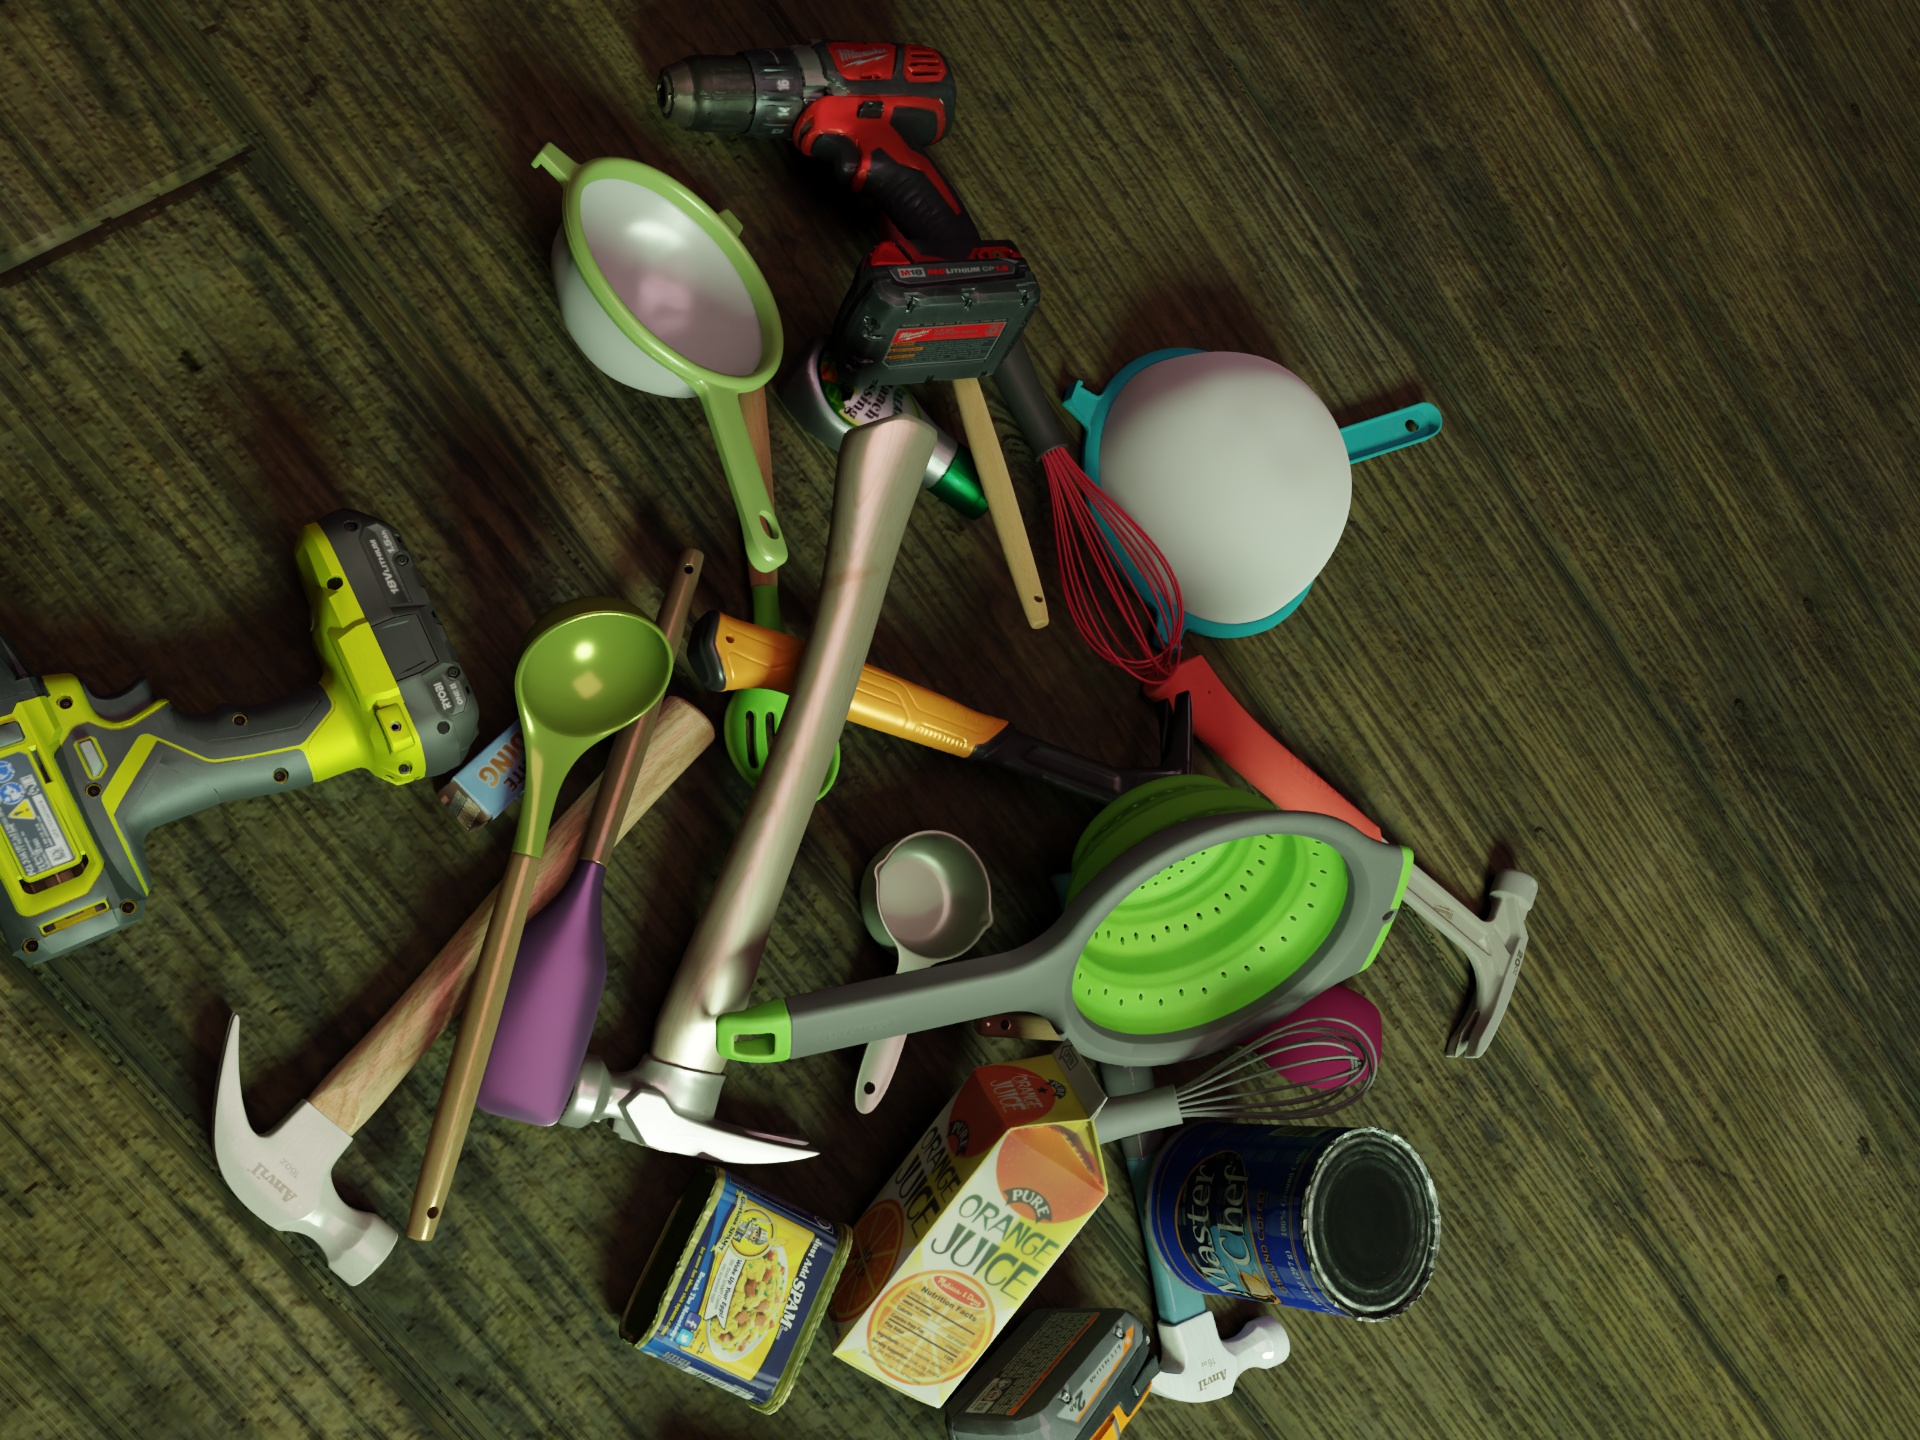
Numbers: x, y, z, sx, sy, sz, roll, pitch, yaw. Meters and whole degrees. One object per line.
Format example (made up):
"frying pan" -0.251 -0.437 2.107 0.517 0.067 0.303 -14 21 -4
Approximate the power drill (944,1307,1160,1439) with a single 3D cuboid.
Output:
"power drill" 0.090 0.452 0.897 0.164 0.084 0.226 -26 97 -51

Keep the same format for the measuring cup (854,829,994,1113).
"measuring cup" -0.037 0.145 0.922 0.083 0.038 0.168 27 70 -22

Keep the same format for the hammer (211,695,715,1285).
"hammer" -0.243 0.110 0.816 0.130 0.031 0.331 46 62 -14

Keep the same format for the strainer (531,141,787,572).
"strainer" -0.159 -0.187 0.883 0.151 0.069 0.256 1 65 -54

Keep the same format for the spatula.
"spatula" -0.187 0.050 0.832 0.059 0.018 0.316 20 70 -14

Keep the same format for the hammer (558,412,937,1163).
"hammer" -0.084 0.034 0.859 0.146 0.038 0.411 21 86 -26

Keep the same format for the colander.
"colander" 0.052 0.110 0.889 0.397 0.204 0.095 -9 43 -17

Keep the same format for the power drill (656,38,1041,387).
"power drill" -0.067 -0.314 0.950 0.188 0.080 0.227 -11 68 -27

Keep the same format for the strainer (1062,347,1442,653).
"strainer" 0.246 -0.188 1.116 0.340 0.095 0.211 -21 90 -30

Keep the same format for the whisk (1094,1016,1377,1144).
"whisk" 0.125 0.222 0.931 0.239 0.055 0.055 -15 86 4

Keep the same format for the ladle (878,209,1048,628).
"ladle" 0.008 -0.199 0.987 0.069 0.031 0.316 -6 69 -25

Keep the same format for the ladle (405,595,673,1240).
"ladle" -0.213 0.093 0.772 0.078 0.062 0.320 22 77 -41

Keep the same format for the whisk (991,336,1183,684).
"whisk" 0.068 -0.157 1.035 0.073 0.073 0.296 -22 84 -31

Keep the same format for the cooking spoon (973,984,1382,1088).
"cooking spoon" 0.147 0.193 0.988 0.318 0.017 0.069 8 79 -29

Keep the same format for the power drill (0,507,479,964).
"power drill" -0.361 -0.010 0.750 0.223 0.080 0.171 -25 93 -28

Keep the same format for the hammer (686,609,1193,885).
"hammer" -0.001 -0.003 0.942 0.336 0.034 0.127 19 68 -27

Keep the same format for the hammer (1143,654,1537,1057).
"hammer" 0.262 0.082 1.103 0.358 0.037 0.149 38 64 -18

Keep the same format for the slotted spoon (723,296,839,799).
"slotted spoon" -0.115 -0.102 0.935 0.070 0.031 0.314 0 78 -30

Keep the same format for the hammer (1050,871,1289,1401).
"hammer" 0.112 0.253 0.985 0.128 0.033 0.331 -10 85 -32
